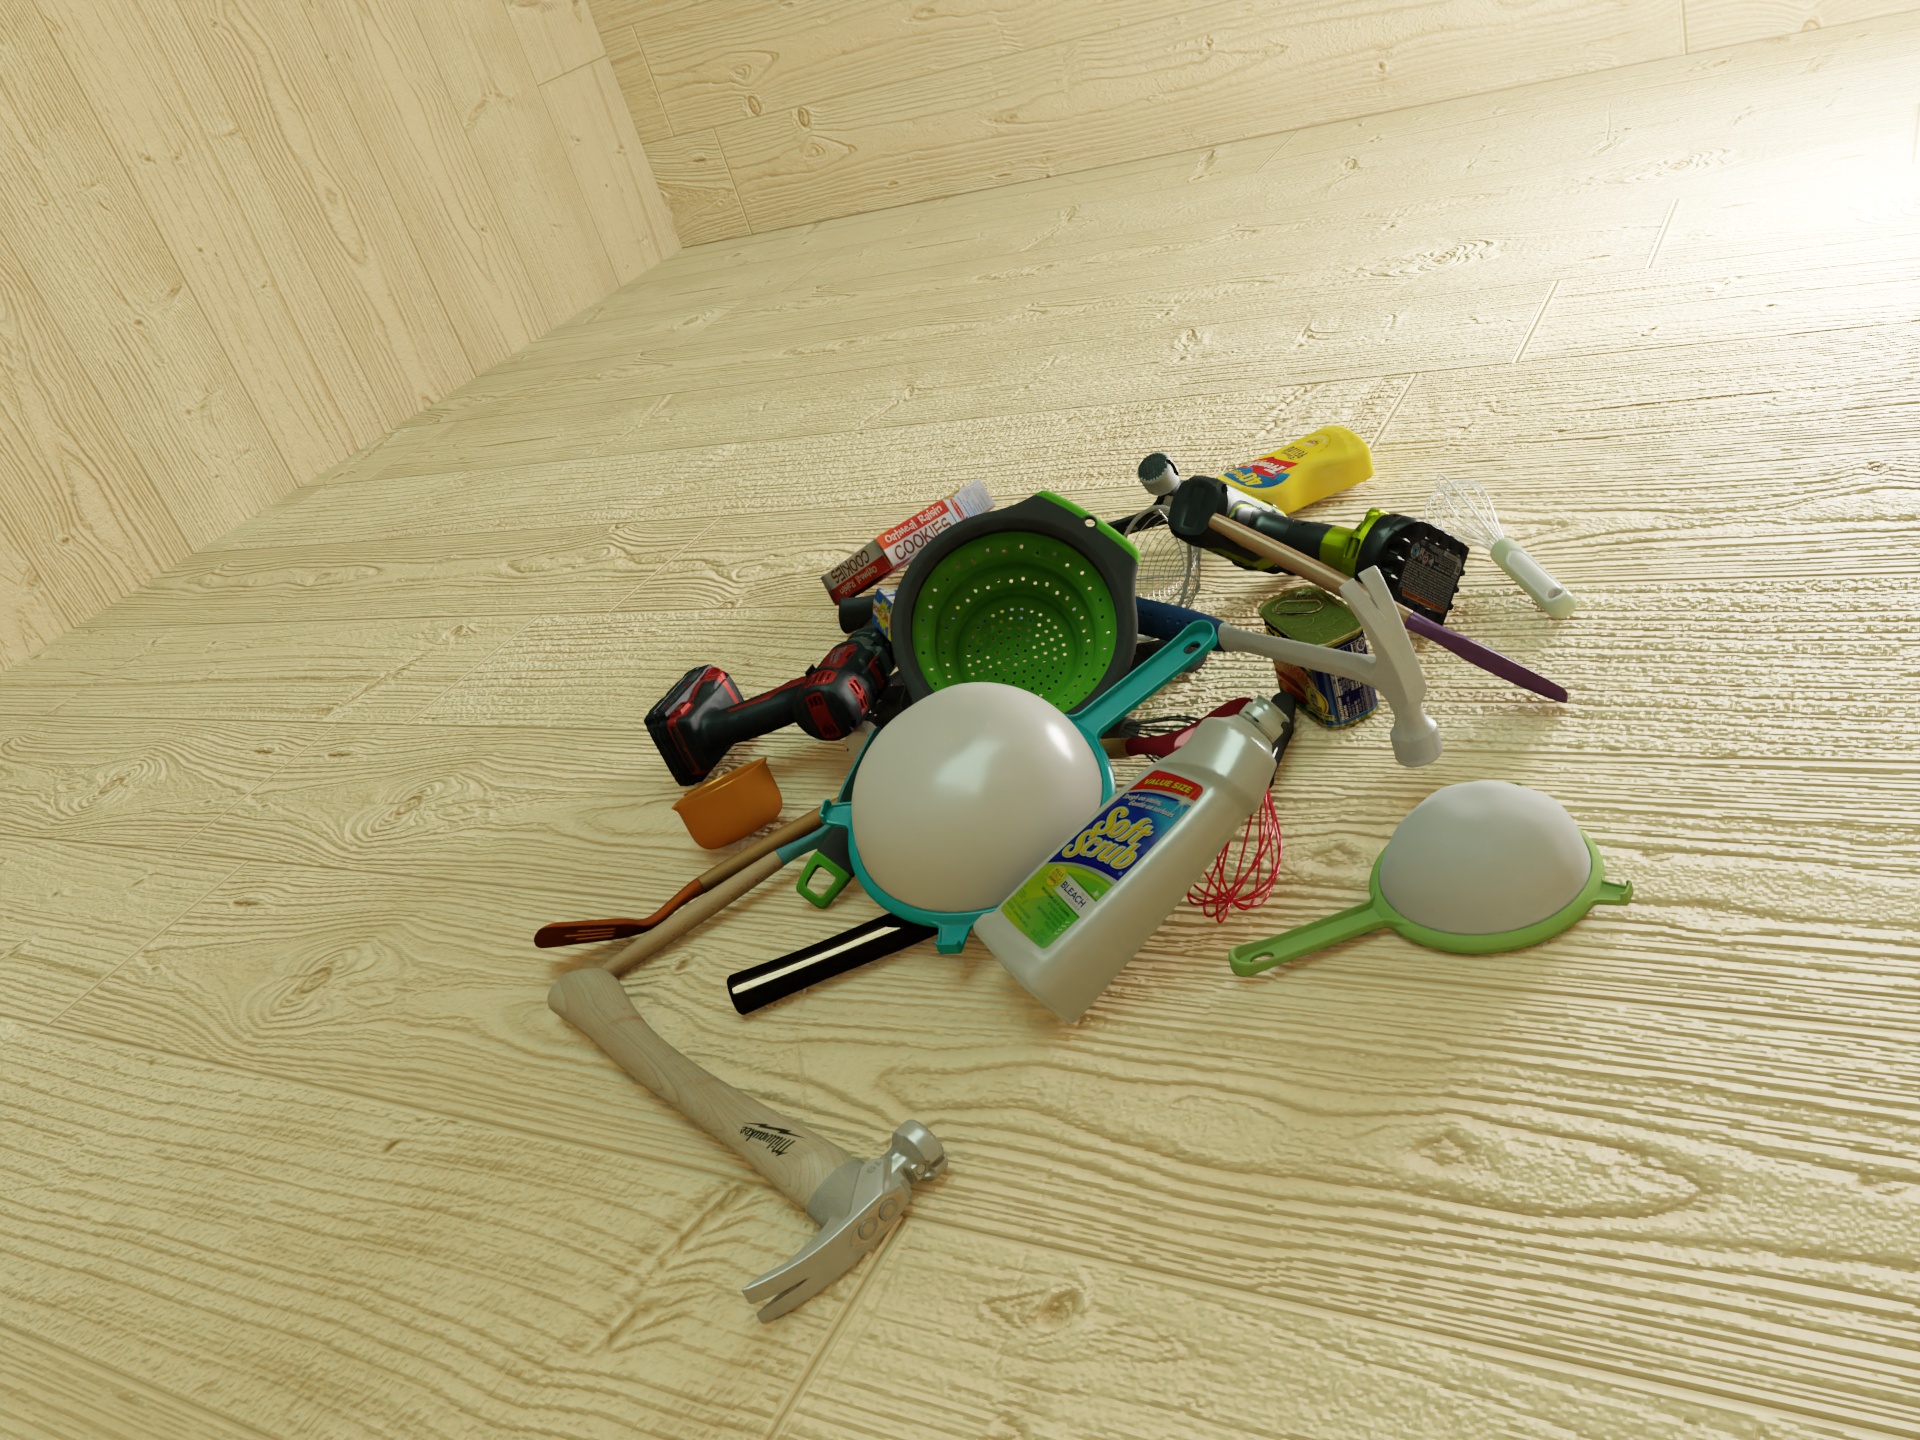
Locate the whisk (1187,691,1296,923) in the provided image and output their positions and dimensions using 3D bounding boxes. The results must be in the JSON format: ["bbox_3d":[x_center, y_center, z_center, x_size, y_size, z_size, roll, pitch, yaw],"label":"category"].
[{"bbox_3d":[0.218,0.054,1.184,0.073,0.073,0.296,-5,27,24],"label":"whisk"}]

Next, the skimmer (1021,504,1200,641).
[{"bbox_3d":[0.060,-0.113,1.530,0.363,0.090,0.127,-11,72,22],"label":"skimmer"}]

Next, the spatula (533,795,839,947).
[{"bbox_3d":[-0.203,0.119,1.338,0.322,0.041,0.081,-29,-9,-23],"label":"spatula"}]

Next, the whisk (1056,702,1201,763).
[{"bbox_3d":[0.138,0.012,1.322,0.055,0.055,0.239,-35,28,-27],"label":"whisk"}]

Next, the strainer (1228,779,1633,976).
[{"bbox_3d":[0.292,0.099,1.046,0.256,0.069,0.152,-20,29,-4],"label":"strainer"}]

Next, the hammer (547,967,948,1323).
[{"bbox_3d":[-0.188,0.262,1.094,0.146,0.038,0.411,-37,33,-27],"label":"hammer"}]

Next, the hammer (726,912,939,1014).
[{"bbox_3d":[-0.016,0.147,1.192,0.331,0.031,0.130,-22,28,-3],"label":"hammer"}]

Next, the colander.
[{"bbox_3d":[-0.002,-0.004,1.336,0.204,0.094,0.397,35,80,12],"label":"colander"}]

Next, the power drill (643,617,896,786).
[{"bbox_3d":[-0.162,-0.029,1.495,0.227,0.080,0.188,-15,23,26],"label":"power drill"}]

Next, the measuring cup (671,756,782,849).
[{"bbox_3d":[-0.214,0.079,1.422,0.095,0.052,0.173,-29,6,-22],"label":"measuring cup"}]

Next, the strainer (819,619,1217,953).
[{"bbox_3d":[0.053,0.005,1.191,0.340,0.095,0.211,-37,45,-11],"label":"strainer"}]

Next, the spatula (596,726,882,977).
[{"bbox_3d":[-0.176,0.122,1.315,0.317,0.082,0.044,-33,53,-15],"label":"spatula"}]

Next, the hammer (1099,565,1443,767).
[{"bbox_3d":[0.219,-0.071,1.273,0.035,0.144,0.406,-29,23,-20],"label":"hammer"}]

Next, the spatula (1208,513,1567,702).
[{"bbox_3d":[0.332,-0.091,1.257,0.316,0.059,0.018,32,88,24],"label":"spatula"}]

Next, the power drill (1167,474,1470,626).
[{"bbox_3d":[0.318,-0.148,1.392,0.229,0.080,0.190,22,6,43],"label":"power drill"}]

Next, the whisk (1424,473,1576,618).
[{"bbox_3d":[0.473,-0.154,1.398,0.058,0.059,0.247,-29,33,7],"label":"whisk"}]

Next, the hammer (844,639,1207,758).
[{"bbox_3d":[0.062,-0.041,1.463,0.335,0.035,0.146,-10,31,16],"label":"hammer"}]

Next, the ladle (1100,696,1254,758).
[{"bbox_3d":[0.116,0.023,1.270,0.315,0.031,0.069,-7,46,47],"label":"ladle"}]

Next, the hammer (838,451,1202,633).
[{"bbox_3d":[0.052,-0.156,1.607,0.409,0.149,0.036,-16,55,25],"label":"hammer"}]
